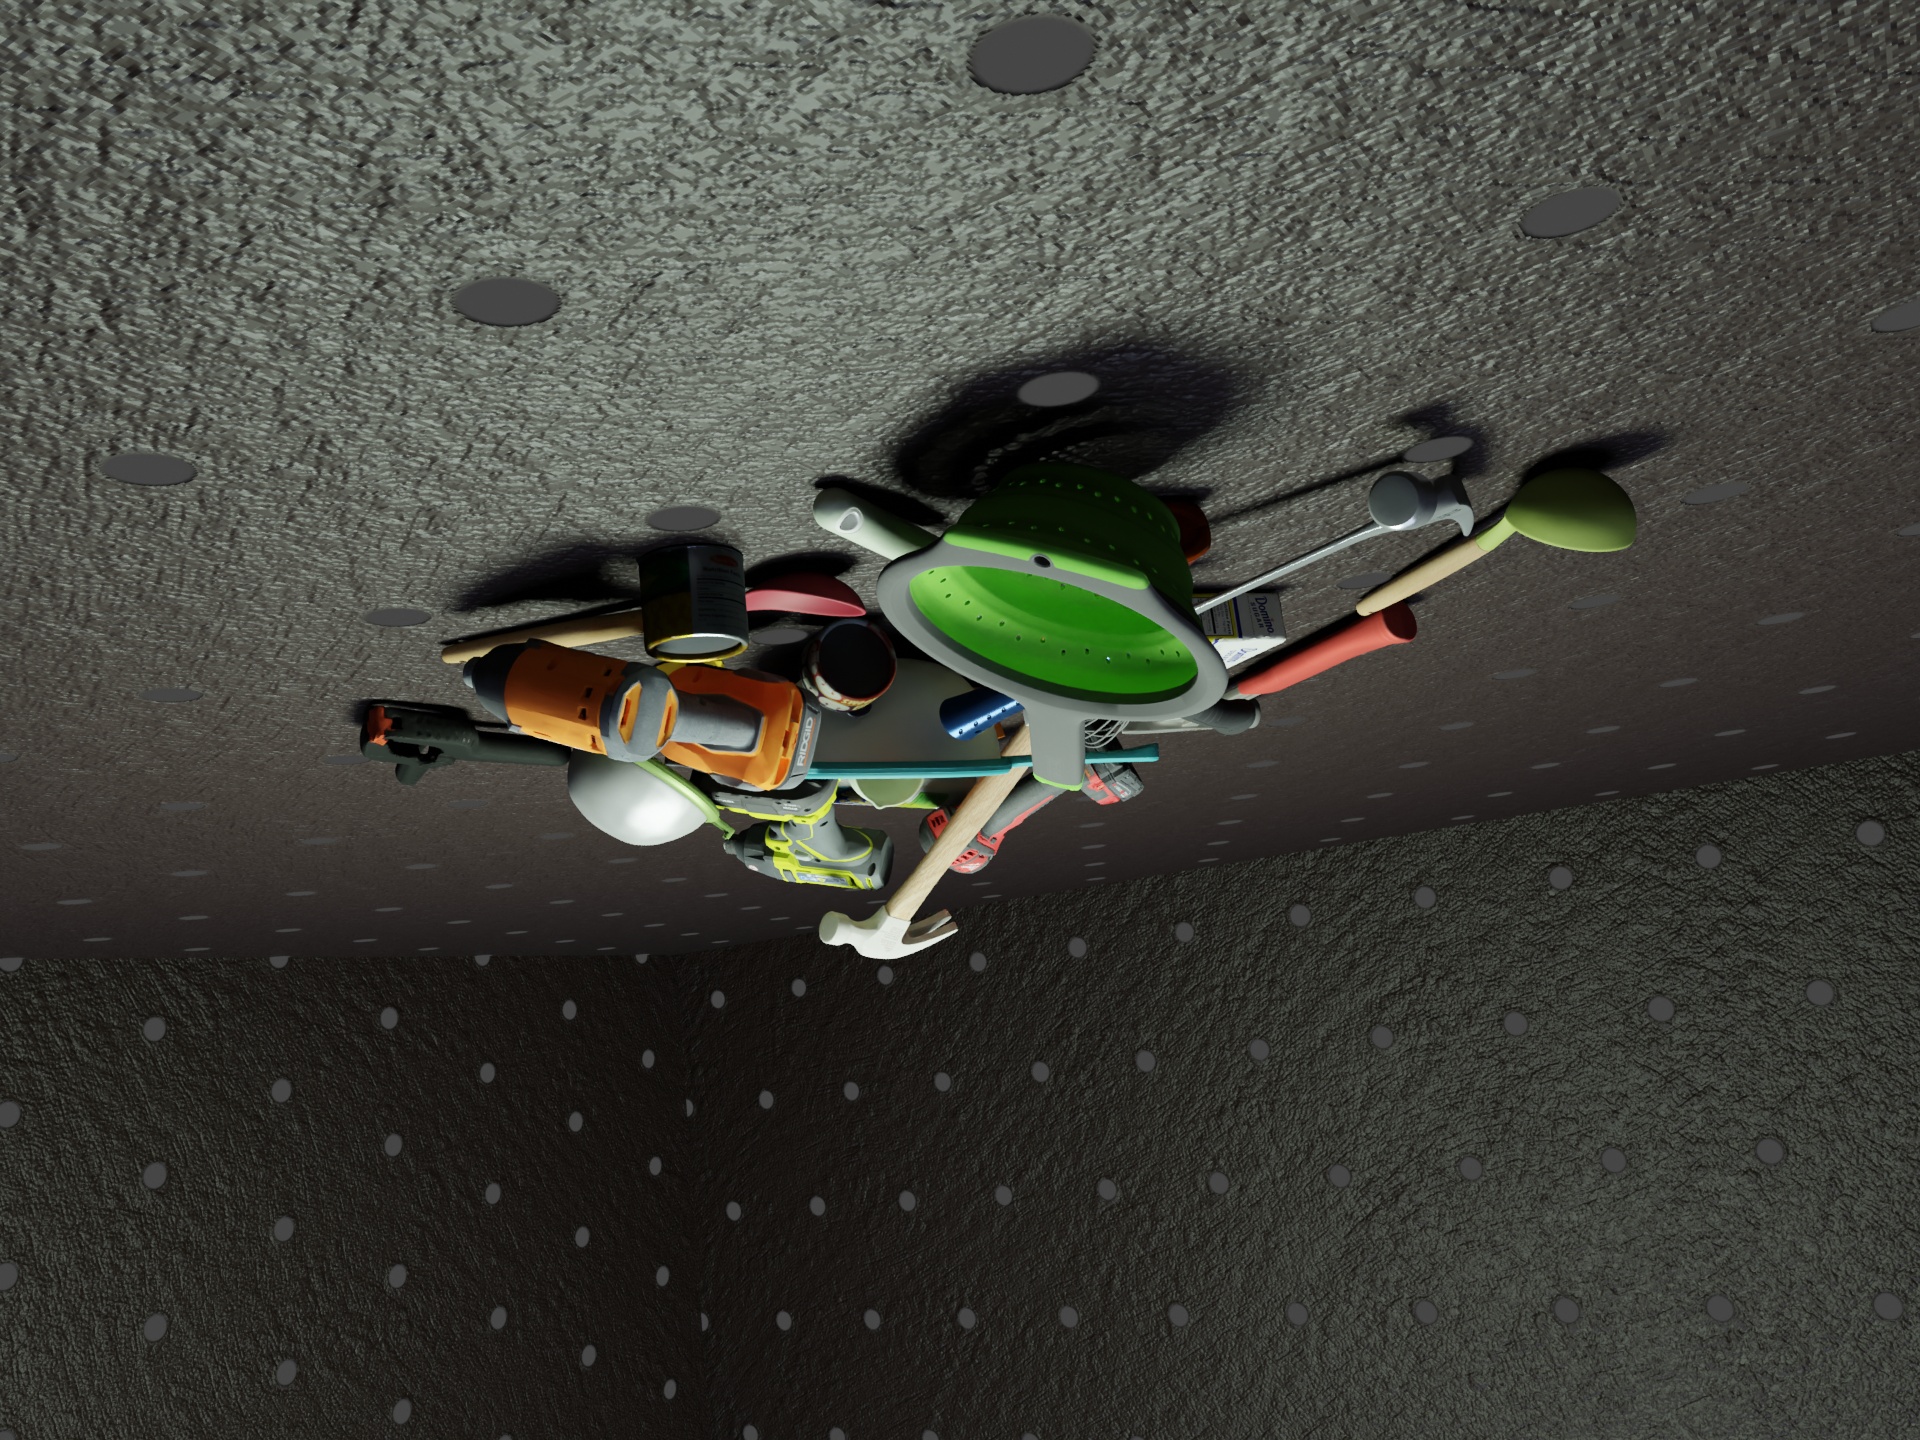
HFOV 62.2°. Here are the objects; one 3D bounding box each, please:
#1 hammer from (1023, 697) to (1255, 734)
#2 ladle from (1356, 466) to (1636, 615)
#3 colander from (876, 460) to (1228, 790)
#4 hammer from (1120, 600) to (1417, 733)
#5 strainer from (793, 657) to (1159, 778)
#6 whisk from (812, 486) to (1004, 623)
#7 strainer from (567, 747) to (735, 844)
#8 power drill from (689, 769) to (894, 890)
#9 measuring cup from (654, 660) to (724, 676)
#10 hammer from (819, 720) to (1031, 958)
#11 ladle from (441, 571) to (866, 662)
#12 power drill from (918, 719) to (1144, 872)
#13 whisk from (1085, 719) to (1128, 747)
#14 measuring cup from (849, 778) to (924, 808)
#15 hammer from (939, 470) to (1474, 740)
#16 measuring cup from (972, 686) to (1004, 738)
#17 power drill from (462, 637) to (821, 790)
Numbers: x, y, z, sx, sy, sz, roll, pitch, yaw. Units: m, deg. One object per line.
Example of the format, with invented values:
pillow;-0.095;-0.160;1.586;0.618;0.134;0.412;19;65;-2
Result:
hammer;0.169;-0.016;1.293;0.146;0.035;0.334;-14;169;24
ladle;0.358;-0.107;1.121;0.078;0.062;0.320;-3;170;-13
colander;0.068;-0.054;0.985;0.204;0.094;0.396;15;162;10
hammer;0.282;-0.042;1.435;0.149;0.037;0.359;-2;168;-20
strainer;-0.002;-0.004;1.292;0.340;0.095;0.211;-2;180;-12
whisk;-0.012;-0.101;0.992;0.058;0.059;0.246;-49;148;15
strainer;-0.305;0.048;1.357;0.151;0.069;0.256;24;165;23
power drill;-0.169;0.091;1.520;0.171;0.080;0.223;5;151;14
measuring cup;-0.194;-0.020;1.298;0.062;0.029;0.156;-11;166;22
hammer;0.004;0.103;1.520;0.130;0.031;0.331;20;115;-39
ladle;-0.215;-0.066;1.082;0.315;0.031;0.069;-8;168;16
power drill;0.071;0.085;1.630;0.219;0.079;0.143;-31;161;7
whisk;0.162;-0.026;1.425;0.055;0.055;0.239;0;163;-28
measuring cup;-0.116;0.033;1.544;0.167;0.083;0.038;17;177;-21
hammer;0.150;-0.069;1.061;0.405;0.035;0.144;-25;171;36
measuring cup;-0.025;0.006;1.456;0.095;0.052;0.173;-17;-178;-23
power drill;-0.219;-0.009;1.090;0.164;0.084;0.226;13;180;30
